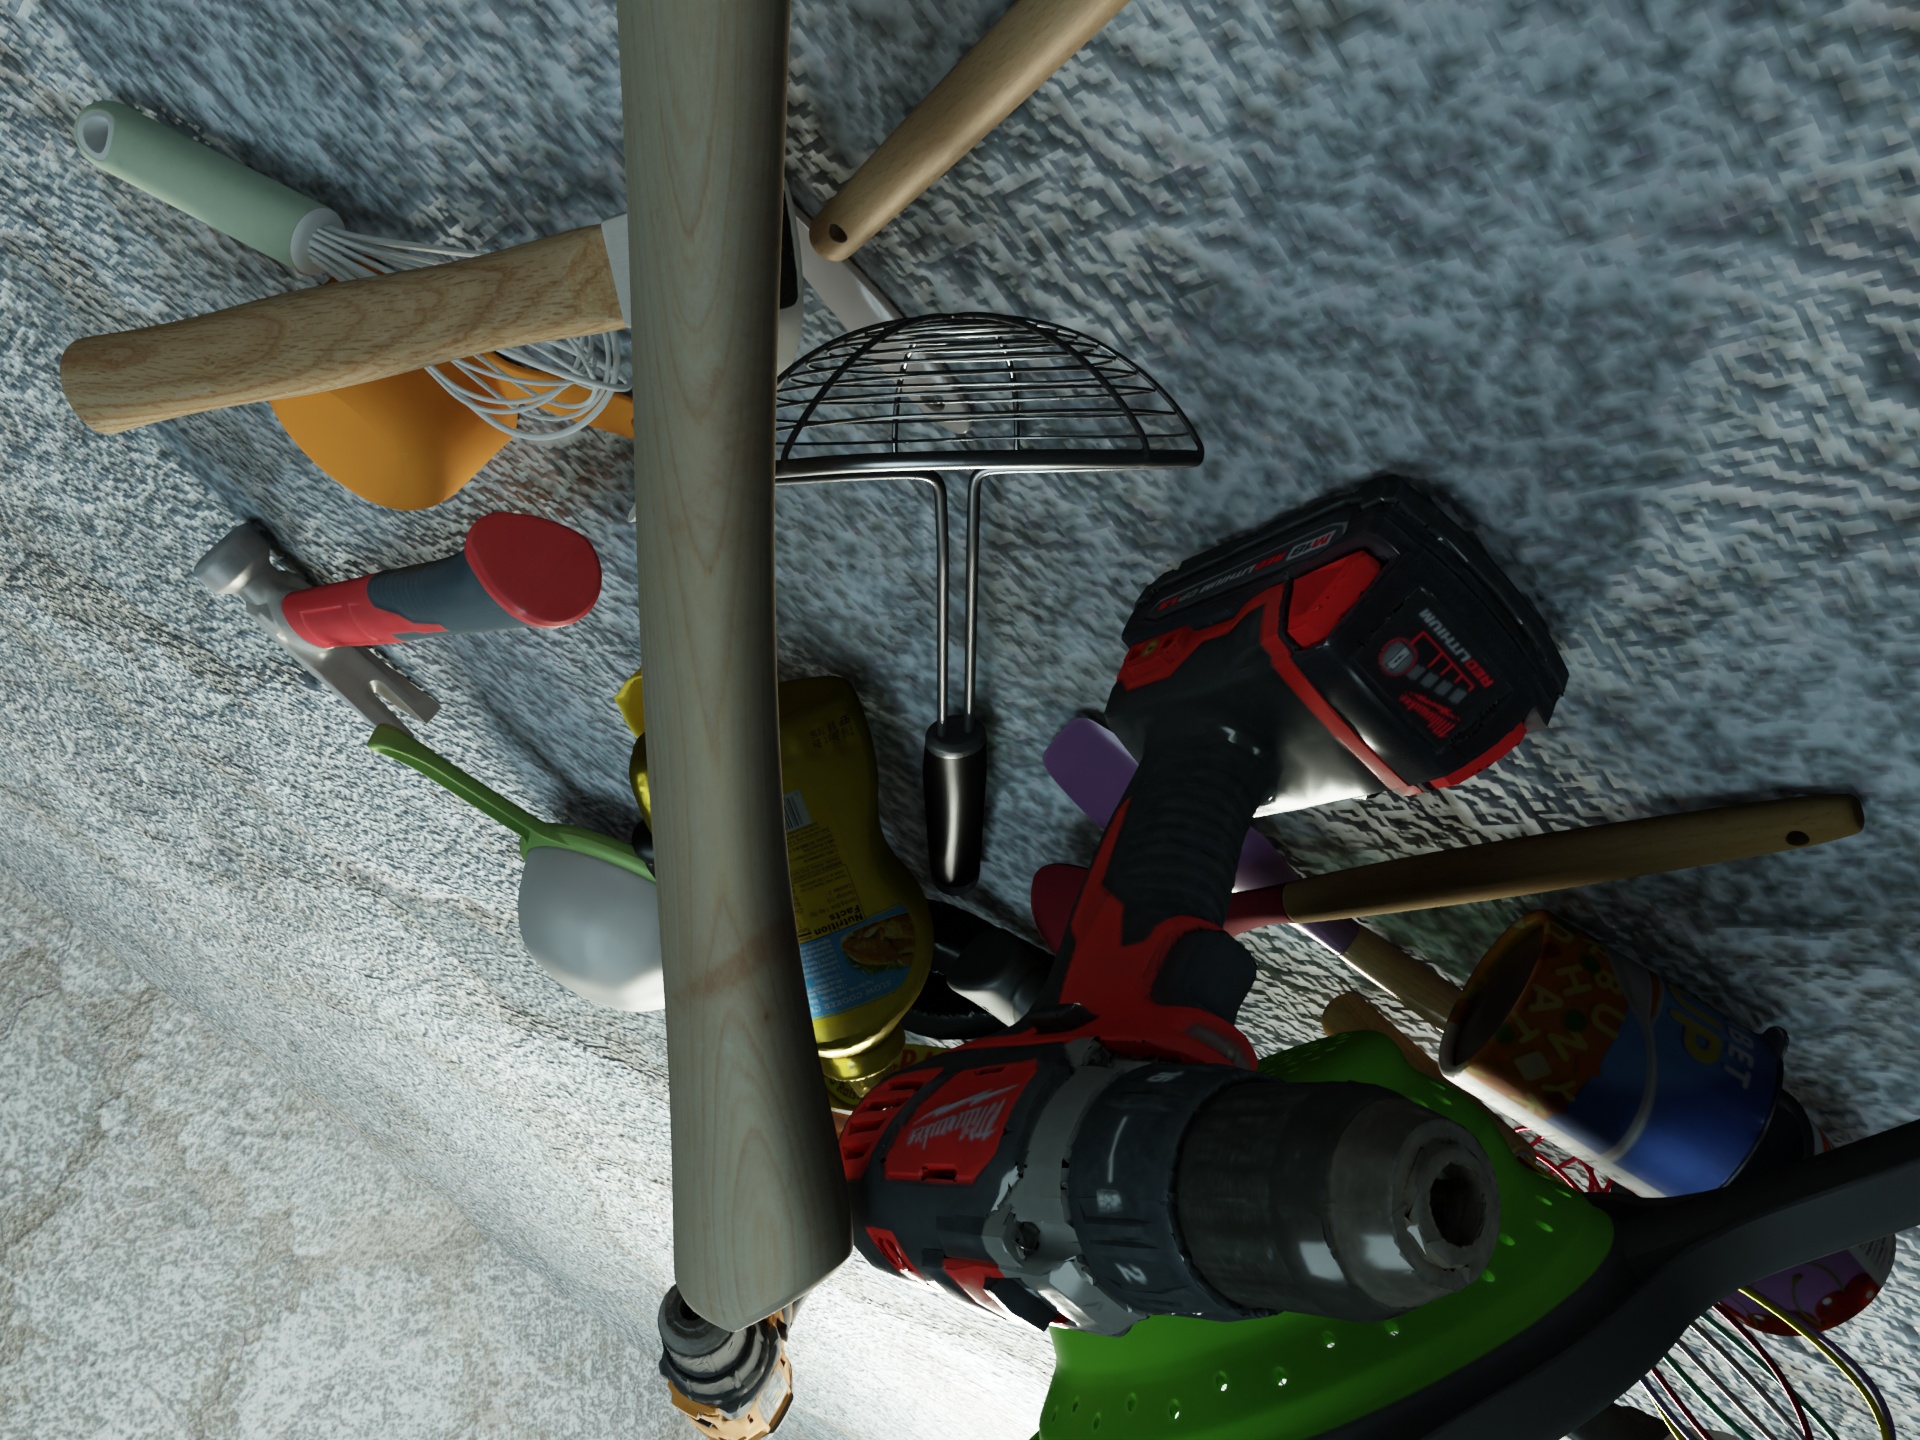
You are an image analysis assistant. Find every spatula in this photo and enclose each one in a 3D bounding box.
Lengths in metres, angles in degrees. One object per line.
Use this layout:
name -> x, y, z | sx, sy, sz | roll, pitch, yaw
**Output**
spatula -> 0.164, 0.097, 0.593 | 0.316, 0.018, 0.059 | 34, 147, 1

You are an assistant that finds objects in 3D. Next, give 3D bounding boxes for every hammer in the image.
hammer -> -0.185, -0.121, 0.502 | 0.331, 0.031, 0.130 | 0, 108, 34
hammer -> 0.134, 0.193, 0.627 | 0.335, 0.035, 0.146 | 37, 162, 7
hammer -> -0.063, -0.054, 0.354 | 0.146, 0.038, 0.410 | 11, 109, 32
hammer -> -0.238, -0.040, 0.705 | 0.143, 0.038, 0.386 | 48, 155, -26

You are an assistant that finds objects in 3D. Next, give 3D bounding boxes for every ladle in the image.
ladle -> 0.135, 0.058, 0.537 | 0.315, 0.031, 0.069 | -18, 120, 46

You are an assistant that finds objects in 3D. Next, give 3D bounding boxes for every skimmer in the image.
skimmer -> -0.001, -0.002, 0.535 | 0.127, 0.090, 0.363 | -3, 148, -2

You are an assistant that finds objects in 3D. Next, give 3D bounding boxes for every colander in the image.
colander -> 0.161, 0.116, 0.433 | 0.397, 0.204, 0.094 | -27, 79, 17

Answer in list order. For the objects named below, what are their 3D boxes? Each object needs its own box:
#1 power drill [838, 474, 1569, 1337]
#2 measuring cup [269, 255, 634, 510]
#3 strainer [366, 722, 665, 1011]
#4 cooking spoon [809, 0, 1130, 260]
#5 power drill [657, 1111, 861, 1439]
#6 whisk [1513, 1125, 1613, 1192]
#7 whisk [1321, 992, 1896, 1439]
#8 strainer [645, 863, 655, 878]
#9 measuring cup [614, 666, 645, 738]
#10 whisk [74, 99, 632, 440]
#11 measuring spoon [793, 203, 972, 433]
power drill -> 0.074, 0.045, 0.394 | 0.080, 0.227, 0.188 | 43, 149, -17
measuring cup -> -0.185, -0.110, 0.587 | 0.174, 0.052, 0.095 | 18, 147, 27
strainer -> -0.226, 0.095, 0.870 | 0.151, 0.069, 0.256 | -4, 144, 46
cooking spoon -> 0.049, -0.169, 0.316 | 0.068, 0.017, 0.319 | 44, 148, -16
power drill -> -0.093, 0.287, 0.903 | 0.084, 0.226, 0.185 | 22, 148, 18
whisk -> 0.219, 0.232, 0.705 | 0.073, 0.073, 0.295 | 29, 156, 7
whisk -> 0.199, 0.169, 0.537 | 0.245, 0.051, 0.047 | 44, 128, 54
strainer -> -0.114, 0.124, 0.843 | 0.087, 0.050, 0.258 | 16, 138, 18
measuring cup -> -0.111, -0.039, 0.660 | 0.062, 0.029, 0.156 | 24, 137, 13
whisk -> -0.217, -0.164, 0.555 | 0.246, 0.059, 0.057 | 28, 106, 16
measuring spoon -> -0.041, -0.126, 0.464 | 0.124, 0.018, 0.034 | 45, 148, -21
